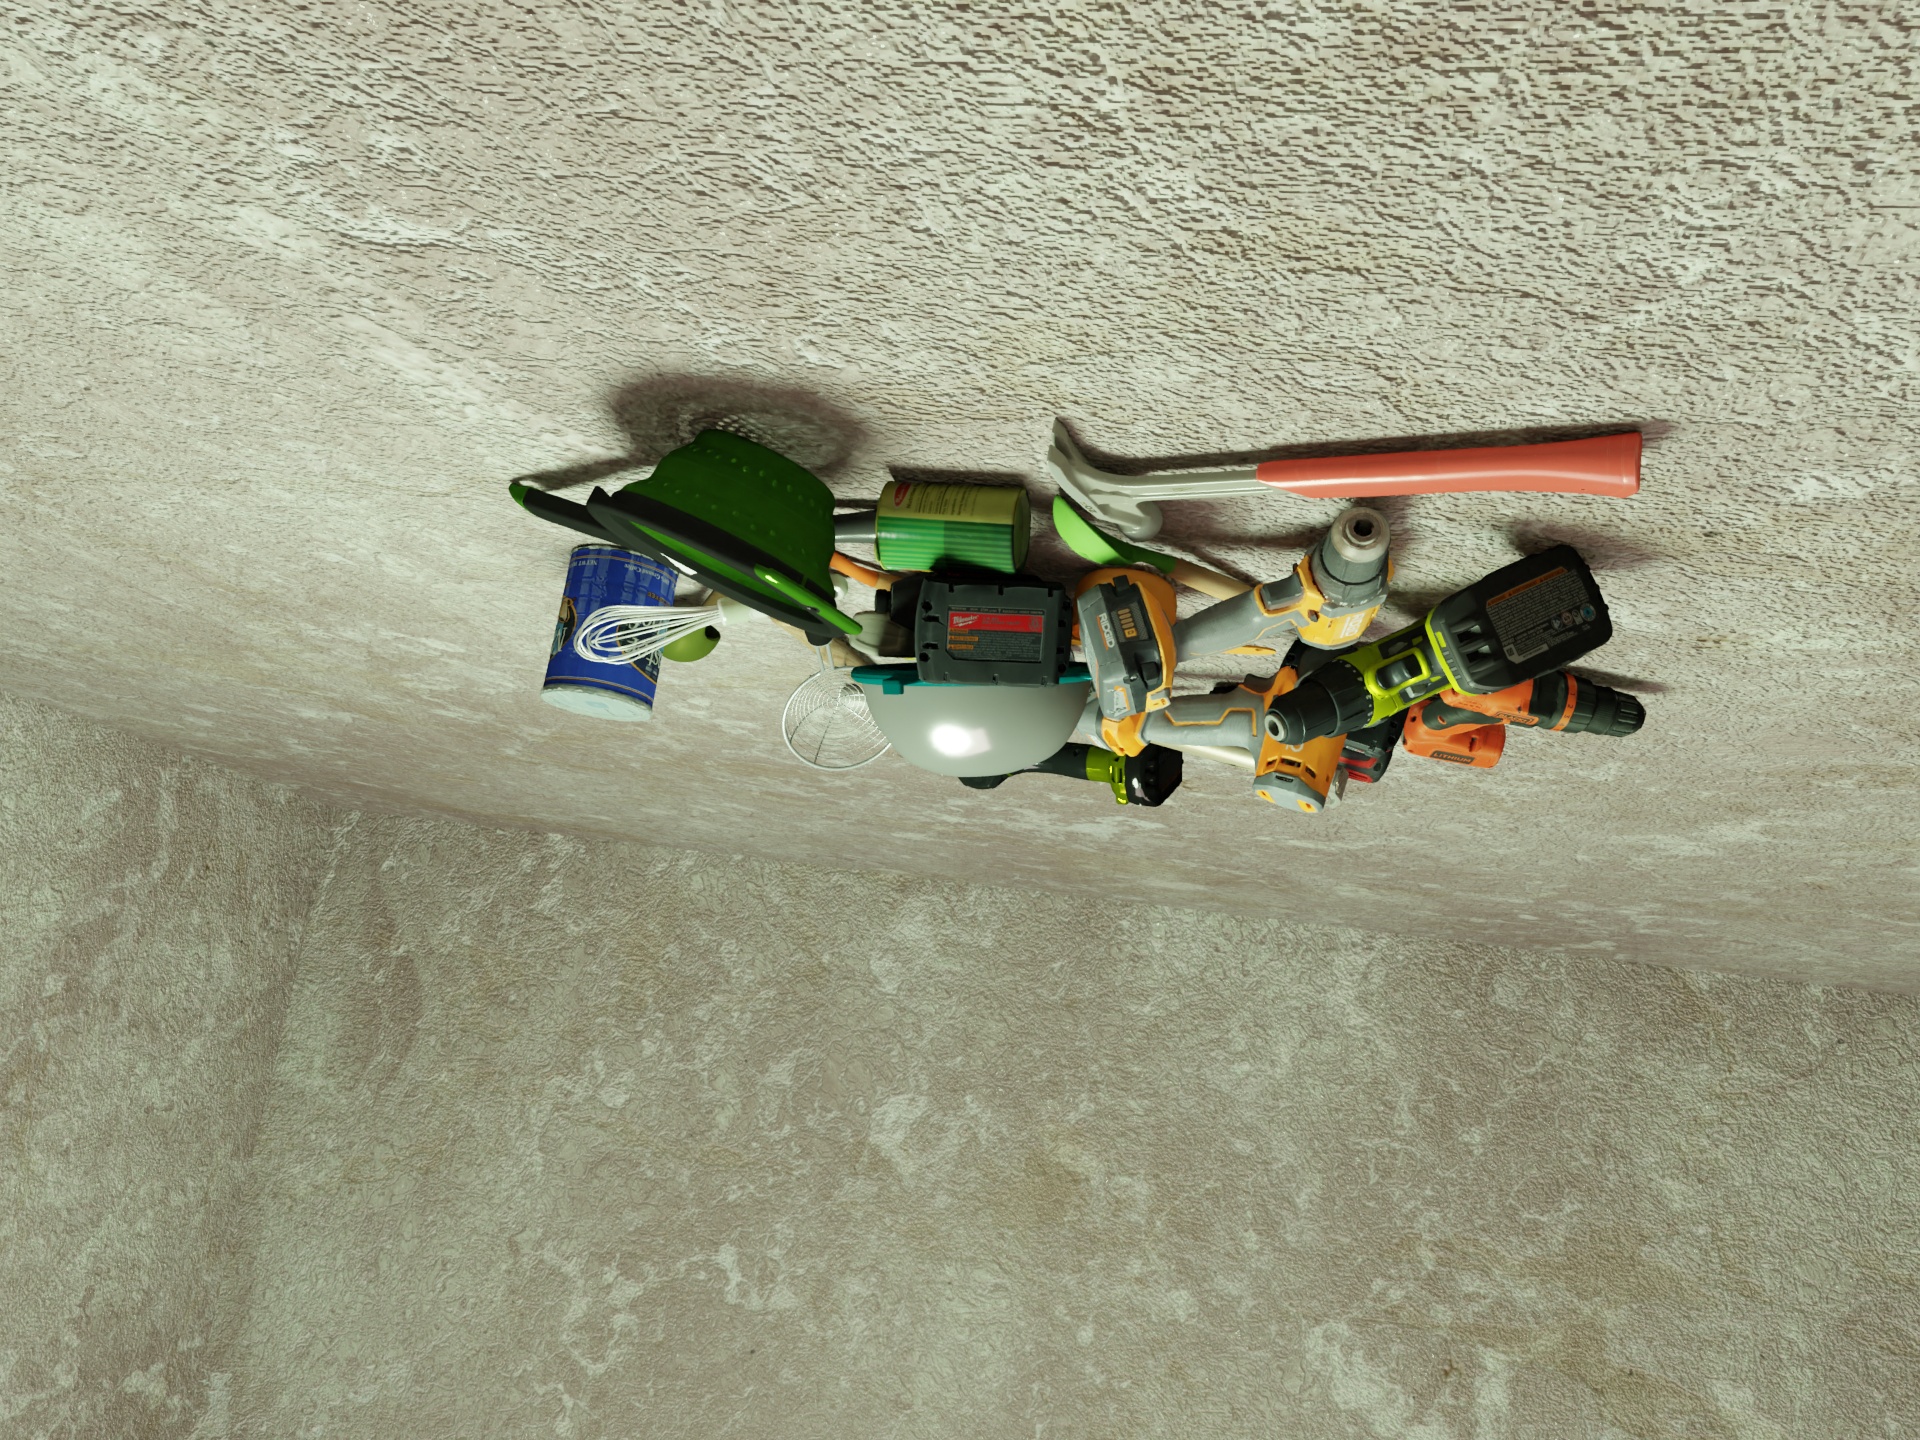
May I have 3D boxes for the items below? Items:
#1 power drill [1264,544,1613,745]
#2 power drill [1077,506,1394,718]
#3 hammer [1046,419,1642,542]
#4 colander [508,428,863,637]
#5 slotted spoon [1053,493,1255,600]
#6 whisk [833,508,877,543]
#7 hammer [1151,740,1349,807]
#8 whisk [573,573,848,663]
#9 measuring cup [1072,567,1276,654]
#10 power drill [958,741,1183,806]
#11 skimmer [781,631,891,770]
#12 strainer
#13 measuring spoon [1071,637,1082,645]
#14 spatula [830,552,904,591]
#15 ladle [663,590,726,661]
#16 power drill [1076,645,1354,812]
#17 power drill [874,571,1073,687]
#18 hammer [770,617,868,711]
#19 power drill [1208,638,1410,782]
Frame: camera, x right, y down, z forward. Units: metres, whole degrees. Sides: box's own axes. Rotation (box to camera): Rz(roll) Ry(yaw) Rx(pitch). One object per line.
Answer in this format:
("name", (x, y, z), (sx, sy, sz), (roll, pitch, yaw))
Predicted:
("power drill", (0.350, -0.045, 1.193), (0.190, 0.080, 0.228), (-22, 176, -23))
("power drill", (0.203, -0.082, 1.153), (0.226, 0.084, 0.185), (-16, 164, 1))
("hammer", (0.239, -0.159, 1.014), (0.359, 0.037, 0.149), (2, 165, 30))
("colander", (-0.214, -0.167, 1.197), (0.397, 0.094, 0.204), (21, 173, 42))
("slotted spoon", (0.179, -0.113, 1.240), (0.313, 0.031, 0.070), (15, -153, -42))
("whisk", (-0.117, -0.153, 1.258), (0.239, 0.055, 0.055), (0, 165, 17))
("hammer", (0.177, 0.007, 1.566), (0.411, 0.038, 0.146), (16, 175, 23))
("whisk", (-0.219, -0.093, 1.407), (0.246, 0.059, 0.057), (-14, 138, -10))
("measuring cup", (0.178, -0.088, 1.322), (0.173, 0.052, 0.095), (7, 167, -1))
("power drill", (0.126, 0.033, 1.751), (0.223, 0.080, 0.171), (5, -164, 23))
("skimmer", (-0.119, -0.035, 1.503), (0.127, 0.090, 0.363), (-17, 167, -5))
("strainer", (-0.002, -0.004, 1.407), (0.211, 0.095, 0.340), (-2, -177, -14))
("measuring spoon", (0.130, -0.077, 1.496), (0.117, 0.011, 0.021), (5, 172, 29))
("spatula", (-0.056, -0.109, 1.402), (0.322, 0.041, 0.081), (15, 166, -28))
("ladle", (-0.228, -0.122, 1.486), (0.078, 0.062, 0.320), (14, 159, -21))
("power drill", (0.228, -0.025, 1.378), (0.226, 0.164, 0.084), (15, 168, 27))
("power drill", (0.007, -0.083, 1.260), (0.143, 0.078, 0.220), (2, -169, -7))
("hammer", (-0.116, -0.060, 1.669), (0.130, 0.031, 0.331), (4, 166, 19))
("power drill", (0.325, -0.007, 1.502), (0.188, 0.080, 0.226), (19, 171, 10))
